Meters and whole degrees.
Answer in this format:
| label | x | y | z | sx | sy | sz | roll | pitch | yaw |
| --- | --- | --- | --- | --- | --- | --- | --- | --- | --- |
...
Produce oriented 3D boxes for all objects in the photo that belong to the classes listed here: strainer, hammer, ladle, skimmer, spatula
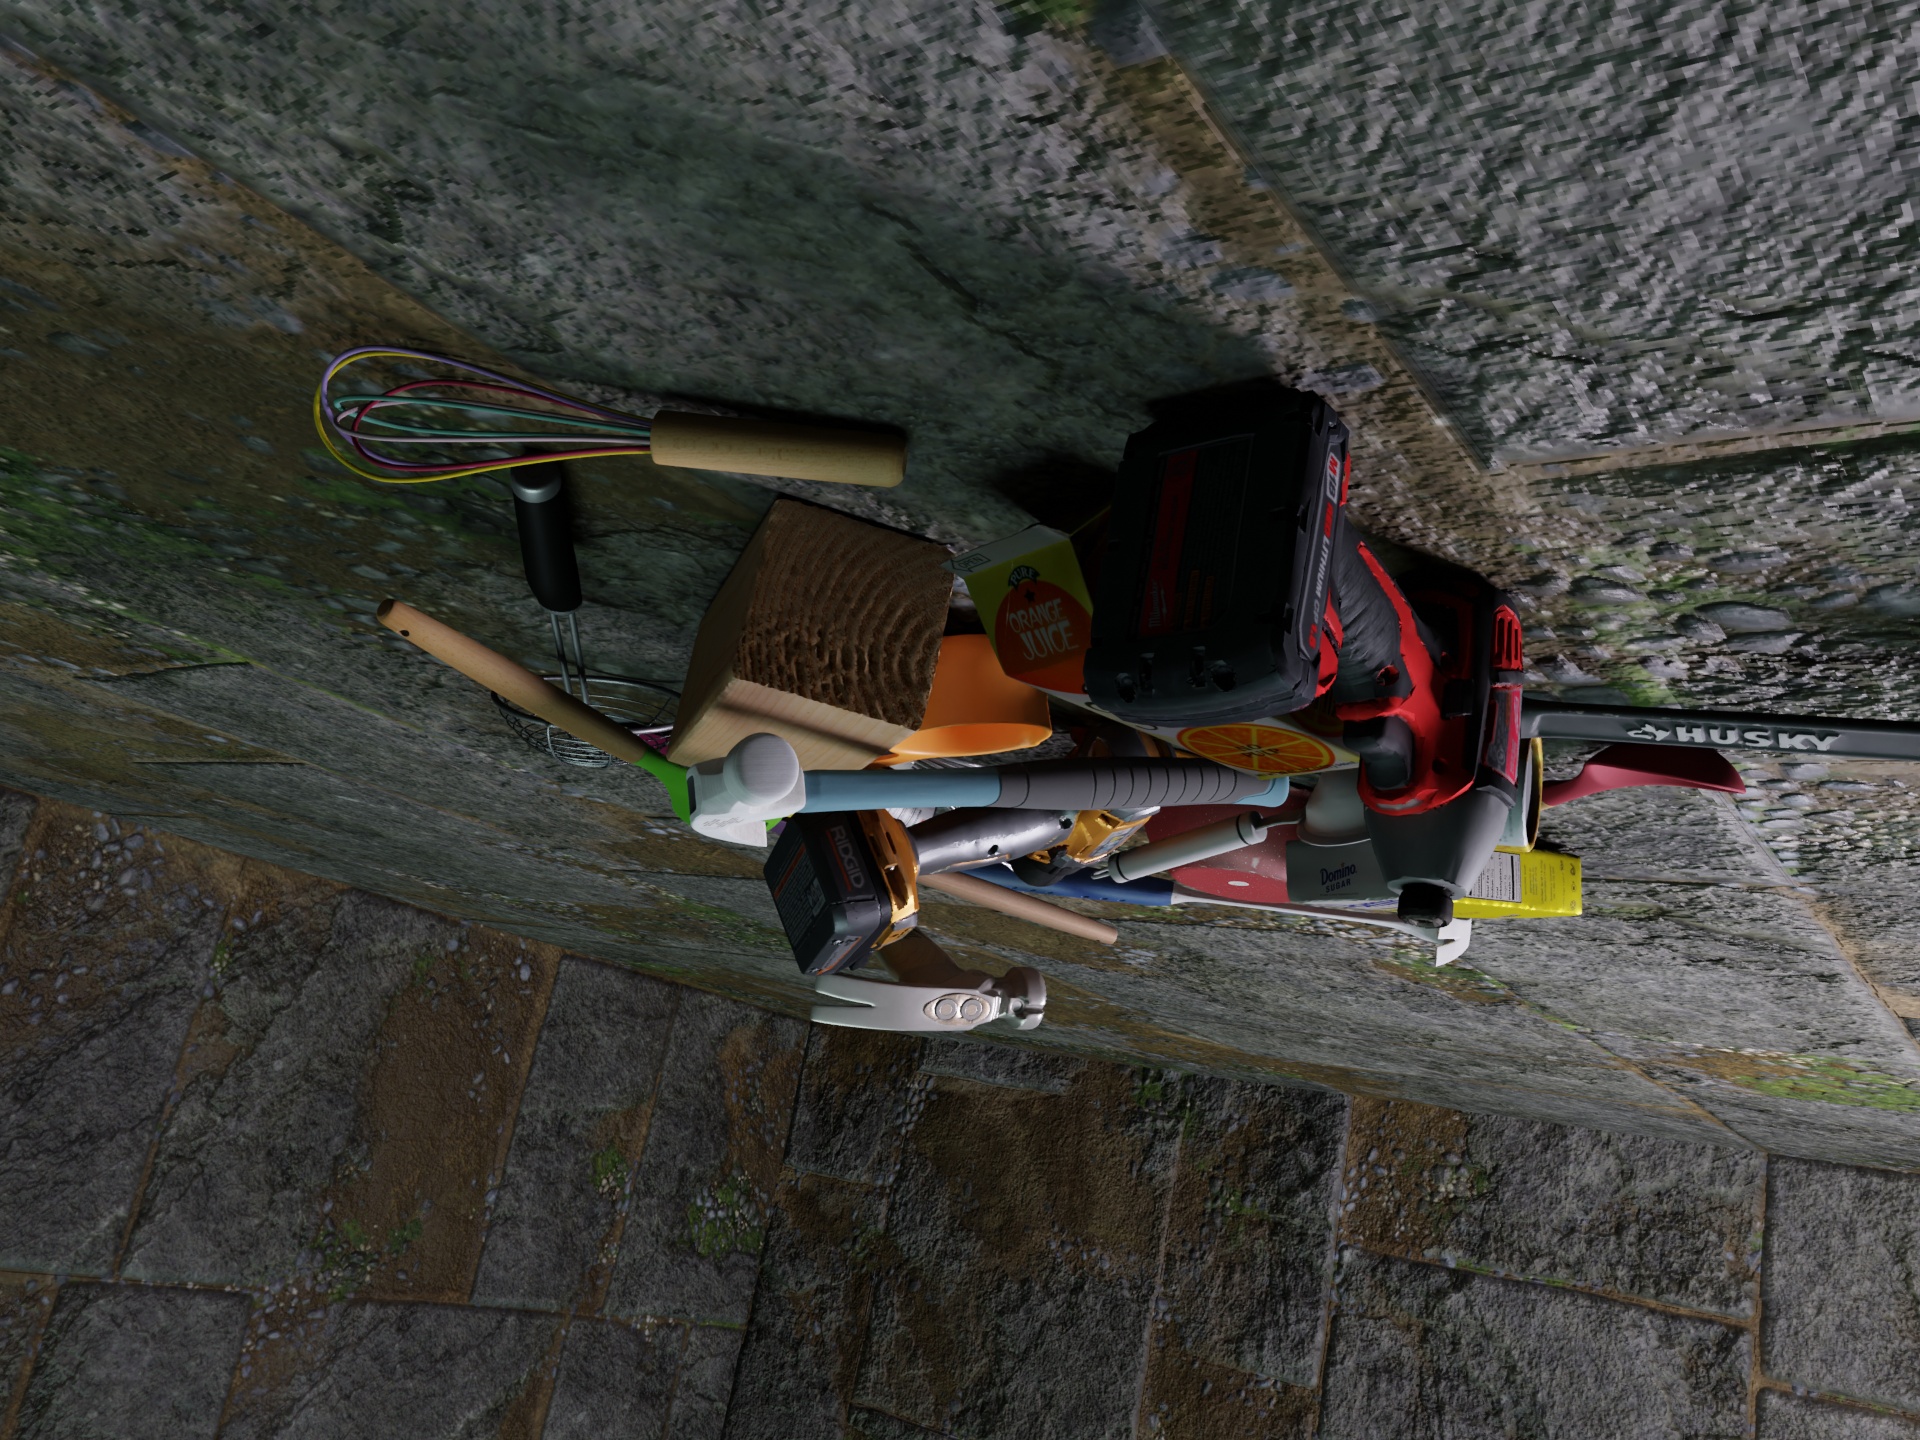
| label | x | y | z | sx | sy | sz | roll | pitch | yaw |
| --- | --- | --- | --- | --- | --- | --- | --- | --- | --- |
| strainer | 0.176 | 0.060 | 0.930 | 0.258 | 0.087 | 0.050 | -22 | 102 | 38 |
| hammer | 0.167 | 0.128 | 1.169 | 0.405 | 0.035 | 0.144 | 6 | -178 | 11 |
| hammer | -0.085 | 0.124 | 1.134 | 0.146 | 0.038 | 0.411 | 5 | -169 | -22 |
| hammer | 0.261 | -0.002 | 0.713 | 0.409 | 0.036 | 0.149 | 4 | 147 | 33 |
| ladle | 0.318 | 0.046 | 0.895 | 0.069 | 0.031 | 0.315 | 13 | 166 | -12 |
| hammer | 0.026 | 0.032 | 0.779 | 0.331 | 0.033 | 0.128 | 0 | 168 | -27 |
| skimmer | -0.213 | -0.063 | 0.887 | 0.127 | 0.090 | 0.363 | 7 | 154 | -5 |
| spatula | -0.020 | 0.109 | 1.116 | 0.315 | 0.018 | 0.060 | 21 | 167 | -25 |

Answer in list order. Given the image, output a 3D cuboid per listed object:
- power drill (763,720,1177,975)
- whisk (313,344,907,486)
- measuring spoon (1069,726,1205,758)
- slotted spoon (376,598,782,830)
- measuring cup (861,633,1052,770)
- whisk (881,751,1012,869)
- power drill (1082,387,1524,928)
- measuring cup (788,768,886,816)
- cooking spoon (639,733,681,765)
| label | x | y | z | sx | sy | sz | roll | pitch | yaw |
| --- | --- | --- | --- | --- | --- | --- | --- | --- | --- |
| power drill | 0.002 | 0.079 | 0.948 | 0.226 | 0.084 | 0.185 | -16 | 163 | -23 |
| whisk | -0.143 | -0.113 | 0.641 | 0.245 | 0.047 | 0.051 | 7 | 163 | 5 |
| measuring spoon | 0.122 | 0.023 | 0.978 | 0.117 | 0.011 | 0.021 | 15 | 164 | -12 |
| slotted spoon | -0.203 | 0.008 | 0.900 | 0.070 | 0.031 | 0.313 | -18 | 147 | 26 |
| measuring cup | -0.024 | -0.006 | 0.868 | 0.095 | 0.052 | 0.173 | 5 | 167 | -39 |
| whisk | -0.017 | 0.032 | 1.043 | 0.284 | 0.070 | 0.070 | 31 | 156 | -37 |
| power drill | 0.144 | -0.015 | 0.595 | 0.078 | 0.143 | 0.219 | -6 | 154 | 41 |
| measuring cup | -0.083 | 0.041 | 0.992 | 0.157 | 0.029 | 0.062 | 7 | 133 | 50 |
| cooking spoon | -0.160 | 0.032 | 1.131 | 0.068 | 0.017 | 0.319 | 26 | 167 | -41 |
